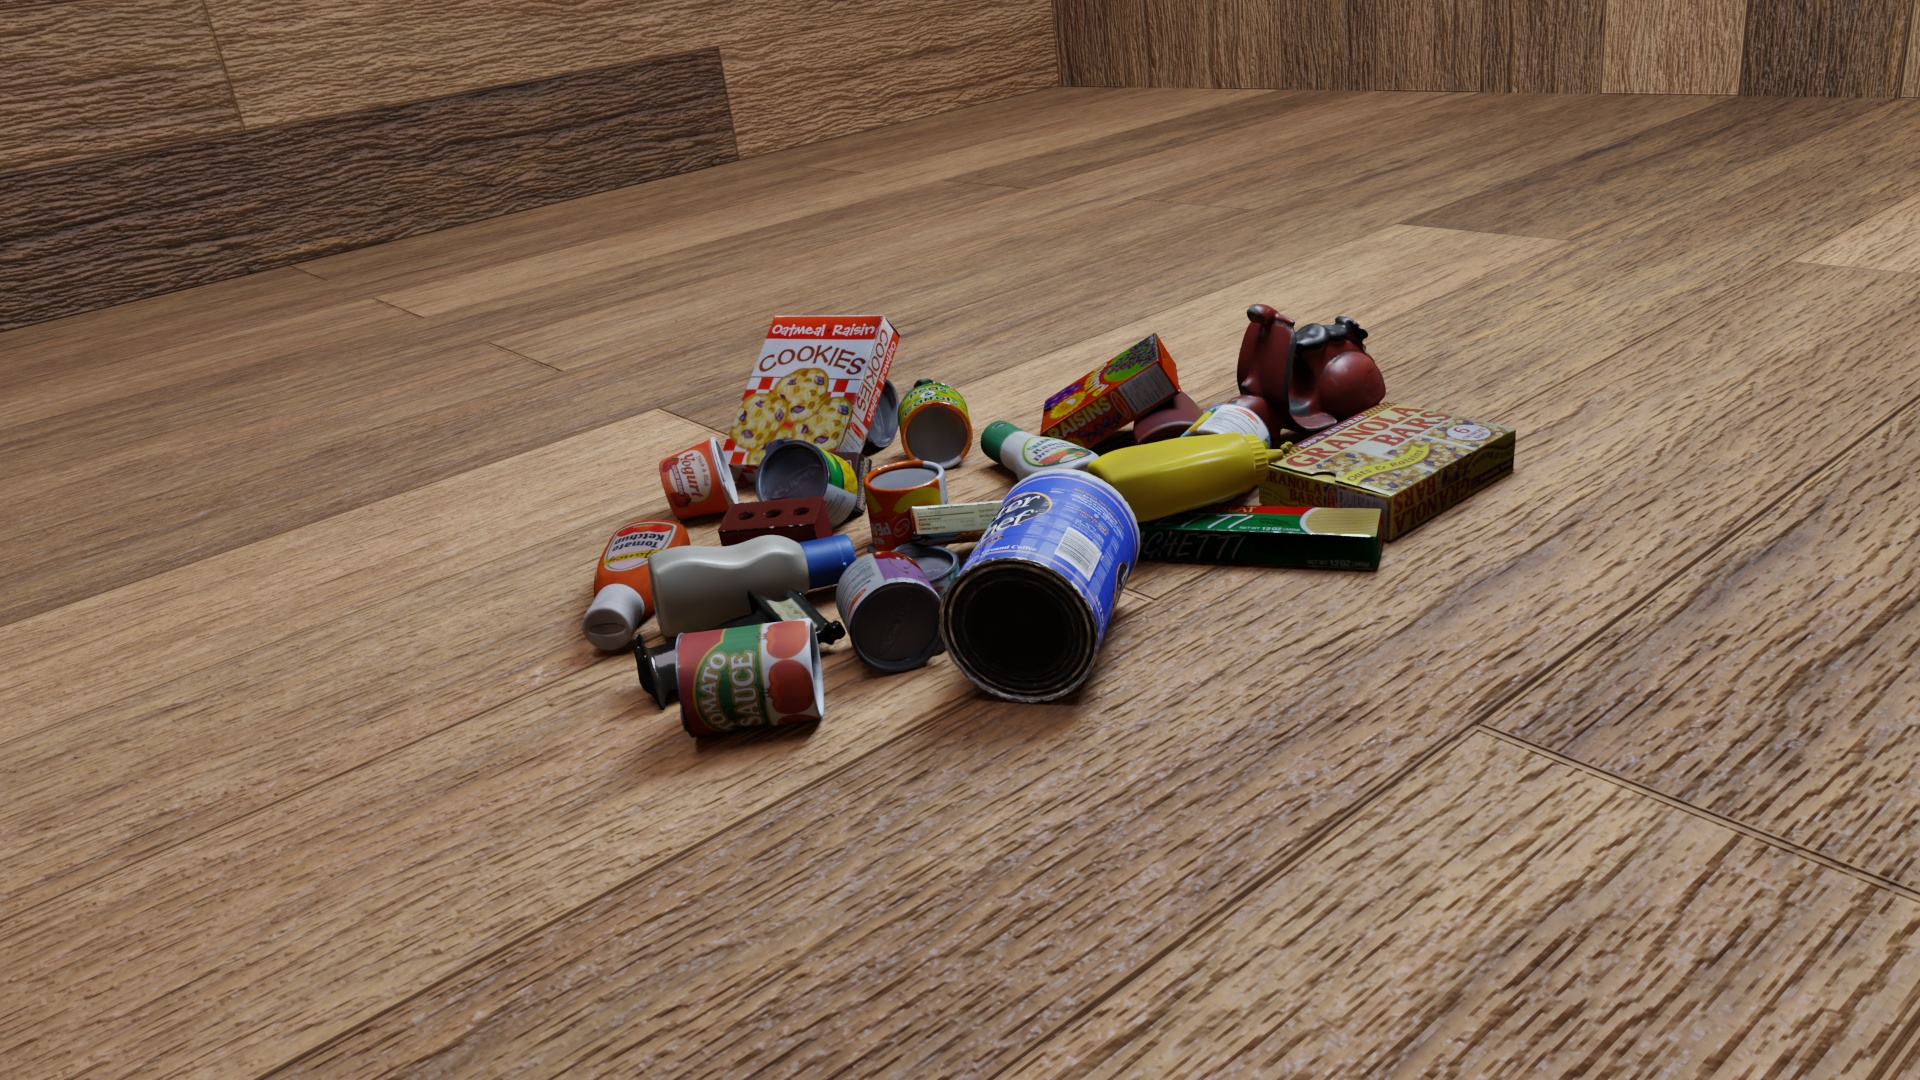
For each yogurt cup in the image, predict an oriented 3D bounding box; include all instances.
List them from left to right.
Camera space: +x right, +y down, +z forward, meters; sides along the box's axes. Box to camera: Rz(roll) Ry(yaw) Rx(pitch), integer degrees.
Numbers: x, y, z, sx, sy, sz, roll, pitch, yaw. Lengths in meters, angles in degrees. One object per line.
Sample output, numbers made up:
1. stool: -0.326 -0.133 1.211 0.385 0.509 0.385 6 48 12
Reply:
1. yogurt cup: -0.229 -0.051 1.215 0.054 0.072 0.072 -18 25 -2

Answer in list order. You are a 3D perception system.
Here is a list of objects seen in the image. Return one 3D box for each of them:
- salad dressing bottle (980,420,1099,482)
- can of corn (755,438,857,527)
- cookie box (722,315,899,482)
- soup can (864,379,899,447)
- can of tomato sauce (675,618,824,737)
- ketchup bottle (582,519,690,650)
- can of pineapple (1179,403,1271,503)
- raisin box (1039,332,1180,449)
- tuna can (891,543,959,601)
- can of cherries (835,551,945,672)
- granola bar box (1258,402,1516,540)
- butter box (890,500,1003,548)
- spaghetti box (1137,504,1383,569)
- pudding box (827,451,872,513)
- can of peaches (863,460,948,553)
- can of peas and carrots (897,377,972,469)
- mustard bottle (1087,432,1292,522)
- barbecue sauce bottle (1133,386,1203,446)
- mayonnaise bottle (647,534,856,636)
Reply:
1. salad dressing bottle: 0.067 -0.067 1.186 0.064 0.043 0.148 -19 27 -22
2. can of corn: -0.127 -0.047 1.143 0.071 0.071 0.058 3 -8 22
3. cookie box: -0.138 -0.131 1.284 0.123 0.040 0.168 4 63 26
4. soup can: -0.111 -0.122 1.332 0.084 0.071 0.072 4 26 26
5. can of tomato sauce: -0.132 0.087 0.875 0.083 0.071 0.071 -7 24 -1
6. ketchup bottle: -0.250 0.033 1.058 0.065 0.043 0.149 -6 25 4
7. can of pineapple: 0.210 -0.069 1.124 0.071 0.070 0.058 7 28 30
8. raisin box: 0.133 -0.128 1.245 0.123 0.040 0.086 -31 19 18
9. tuna can: -0.033 0.031 1.011 0.071 0.032 0.071 -6 24 3
10. can of cherries: -0.046 0.049 0.941 0.071 0.071 0.058 -13 23 -11
11. granola bar box: 0.336 -0.059 1.095 0.166 0.039 0.124 -24 29 -33
12. butter box: 0.004 -0.013 1.062 0.104 0.024 0.053 -5 -9 -21
13. spaghetti box: 0.183 -0.005 1.032 0.250 0.028 0.050 2 25 20
14. pudding box: -0.121 -0.050 1.192 0.084 0.050 0.030 3 -11 22
15. can of peaches: -0.044 -0.026 1.109 0.071 0.057 0.071 -6 24 3
16. can of peas and carrots: -0.024 -0.107 1.265 0.071 0.070 0.059 -8 24 -2
17. mustard bottle: 0.178 -0.051 1.039 0.160 0.048 0.065 -12 22 -12
18. barbecue sauce bottle: 0.186 -0.109 1.243 0.065 0.043 0.149 -12 23 9
19. mayonnaise bottle: -0.152 0.027 1.024 0.148 0.064 0.041 -12 29 -18
